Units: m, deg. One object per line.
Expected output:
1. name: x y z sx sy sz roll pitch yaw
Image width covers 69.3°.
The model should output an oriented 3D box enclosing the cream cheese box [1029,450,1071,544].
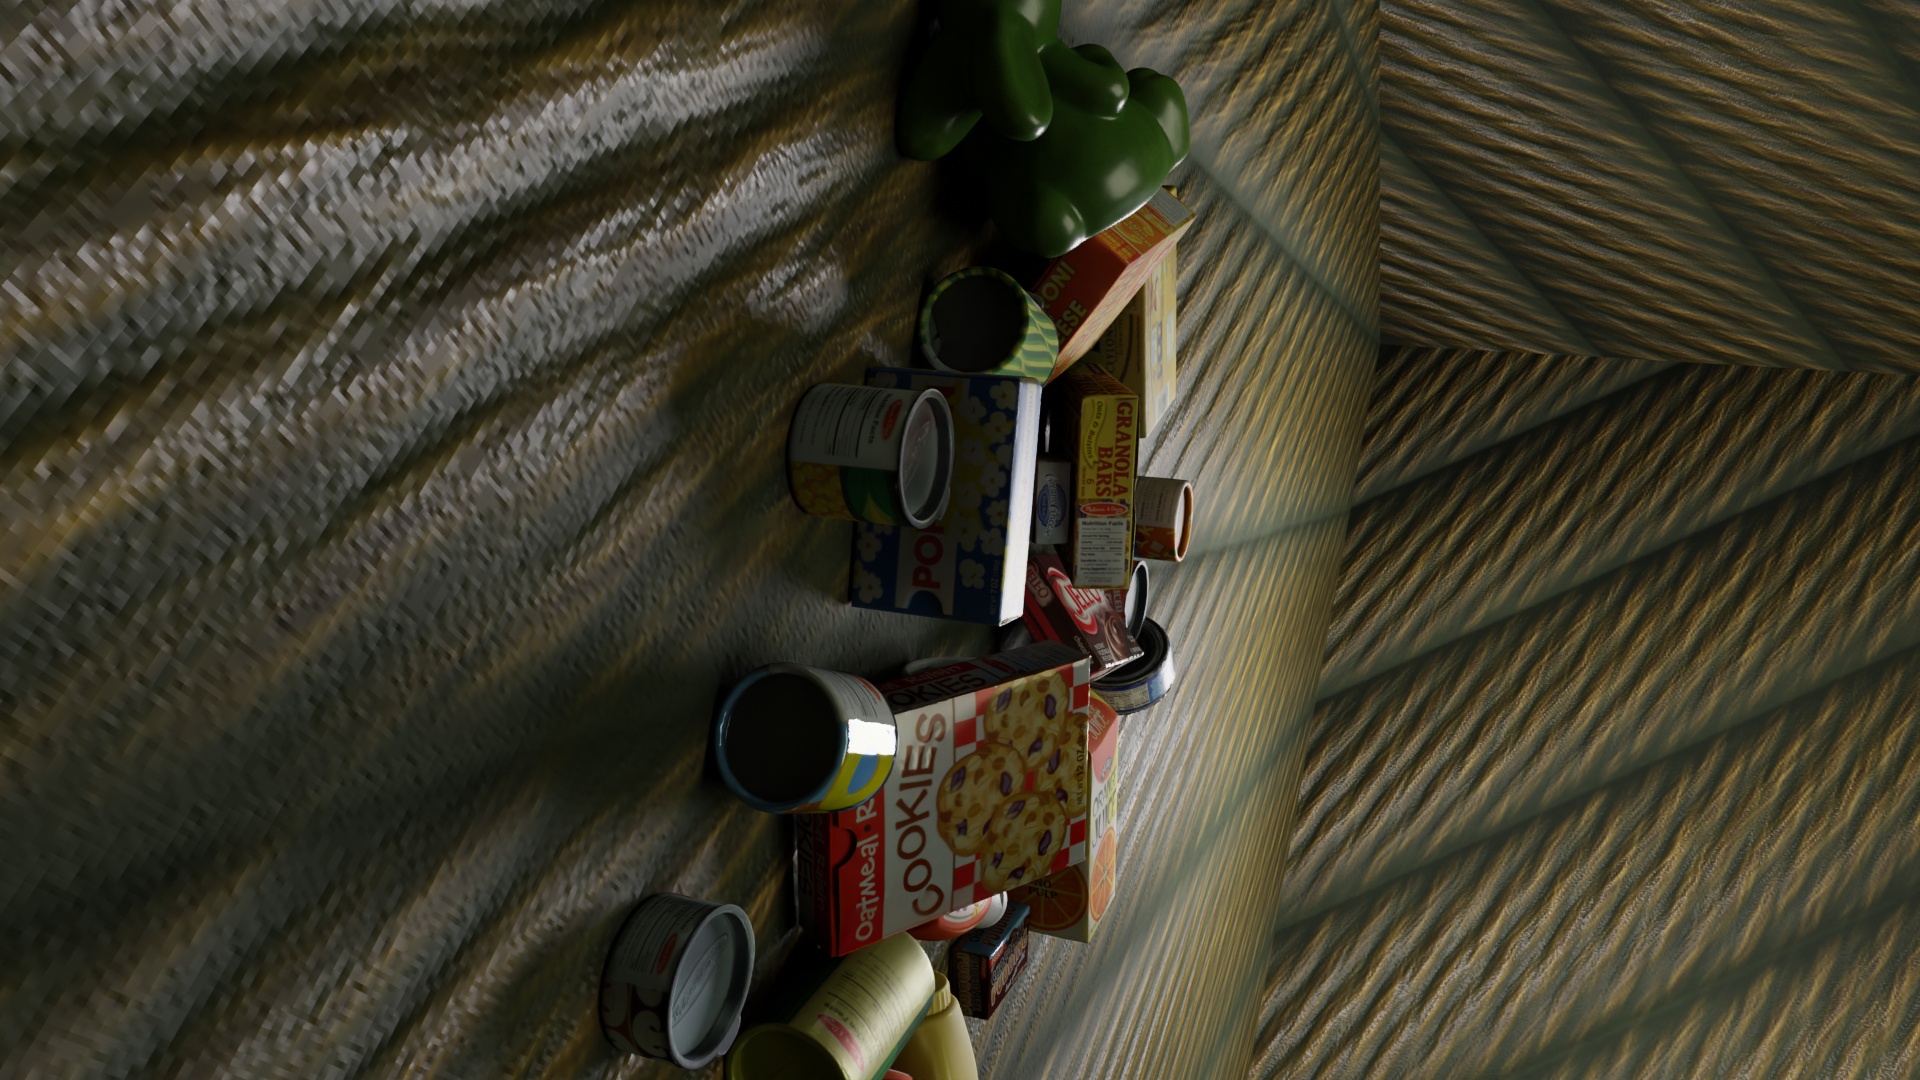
1. cream cheese box: 0.054 -0.030 0.912 0.104 0.024 0.053 -113 -155 -82

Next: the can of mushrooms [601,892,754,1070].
1. can of mushrooms: -0.115 0.183 0.574 0.071 0.033 0.071 5 91 -70

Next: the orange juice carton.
1. orange juice carton: 0.071 0.183 1.004 0.072 0.073 0.192 -36 129 -63

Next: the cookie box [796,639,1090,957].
1. cookie box: -0.006 0.130 0.728 0.168 0.040 0.122 -11 108 -36

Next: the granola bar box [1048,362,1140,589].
1. granola bar box: 0.087 -0.048 0.933 0.166 0.039 0.123 -102 -167 -76

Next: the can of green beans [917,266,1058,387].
1. can of green beans: 0.016 -0.114 0.782 0.058 0.071 0.071 27 71 -68

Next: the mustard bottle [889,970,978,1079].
1. mustard bottle: -0.022 0.307 0.818 0.049 0.065 0.160 -19 108 -64

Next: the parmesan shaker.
1. parmesan shaker: -0.060 0.243 0.687 0.103 0.071 0.071 -32 126 -65

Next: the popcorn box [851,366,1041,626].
1. popcorn box: -0.008 -0.025 0.721 0.038 0.085 0.126 -8 103 -69

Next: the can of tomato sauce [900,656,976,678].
1. can of tomato sauce: -0.004 0.114 0.801 0.071 0.071 0.083 -20 114 -67

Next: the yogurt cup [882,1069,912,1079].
1. yogurt cup: -0.056 0.305 0.727 0.072 0.072 0.054 61 33 -57

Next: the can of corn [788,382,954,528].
1. can of corn: -0.041 -0.040 0.666 0.071 0.058 0.071 5 91 -69

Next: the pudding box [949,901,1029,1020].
1. pudding box: 0.021 0.289 0.966 0.084 0.030 0.049 -25 118 -66

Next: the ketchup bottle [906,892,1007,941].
1. ketchup bottle: -0.009 0.211 0.841 0.148 0.043 0.065 48 31 -64

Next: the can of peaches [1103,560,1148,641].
1. can of peaches: 0.111 0.044 1.088 0.071 0.058 0.071 6 91 -69

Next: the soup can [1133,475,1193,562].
1. soup can: 0.137 -0.018 1.102 0.071 0.084 0.071 6 91 -70

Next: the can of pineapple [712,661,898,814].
1. can of pineapple: -0.070 0.091 0.622 0.058 0.071 0.071 28 70 -67

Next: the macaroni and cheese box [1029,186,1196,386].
1. macaroni and cheese box: 0.080 -0.158 0.889 0.123 0.040 0.167 -51 176 31
